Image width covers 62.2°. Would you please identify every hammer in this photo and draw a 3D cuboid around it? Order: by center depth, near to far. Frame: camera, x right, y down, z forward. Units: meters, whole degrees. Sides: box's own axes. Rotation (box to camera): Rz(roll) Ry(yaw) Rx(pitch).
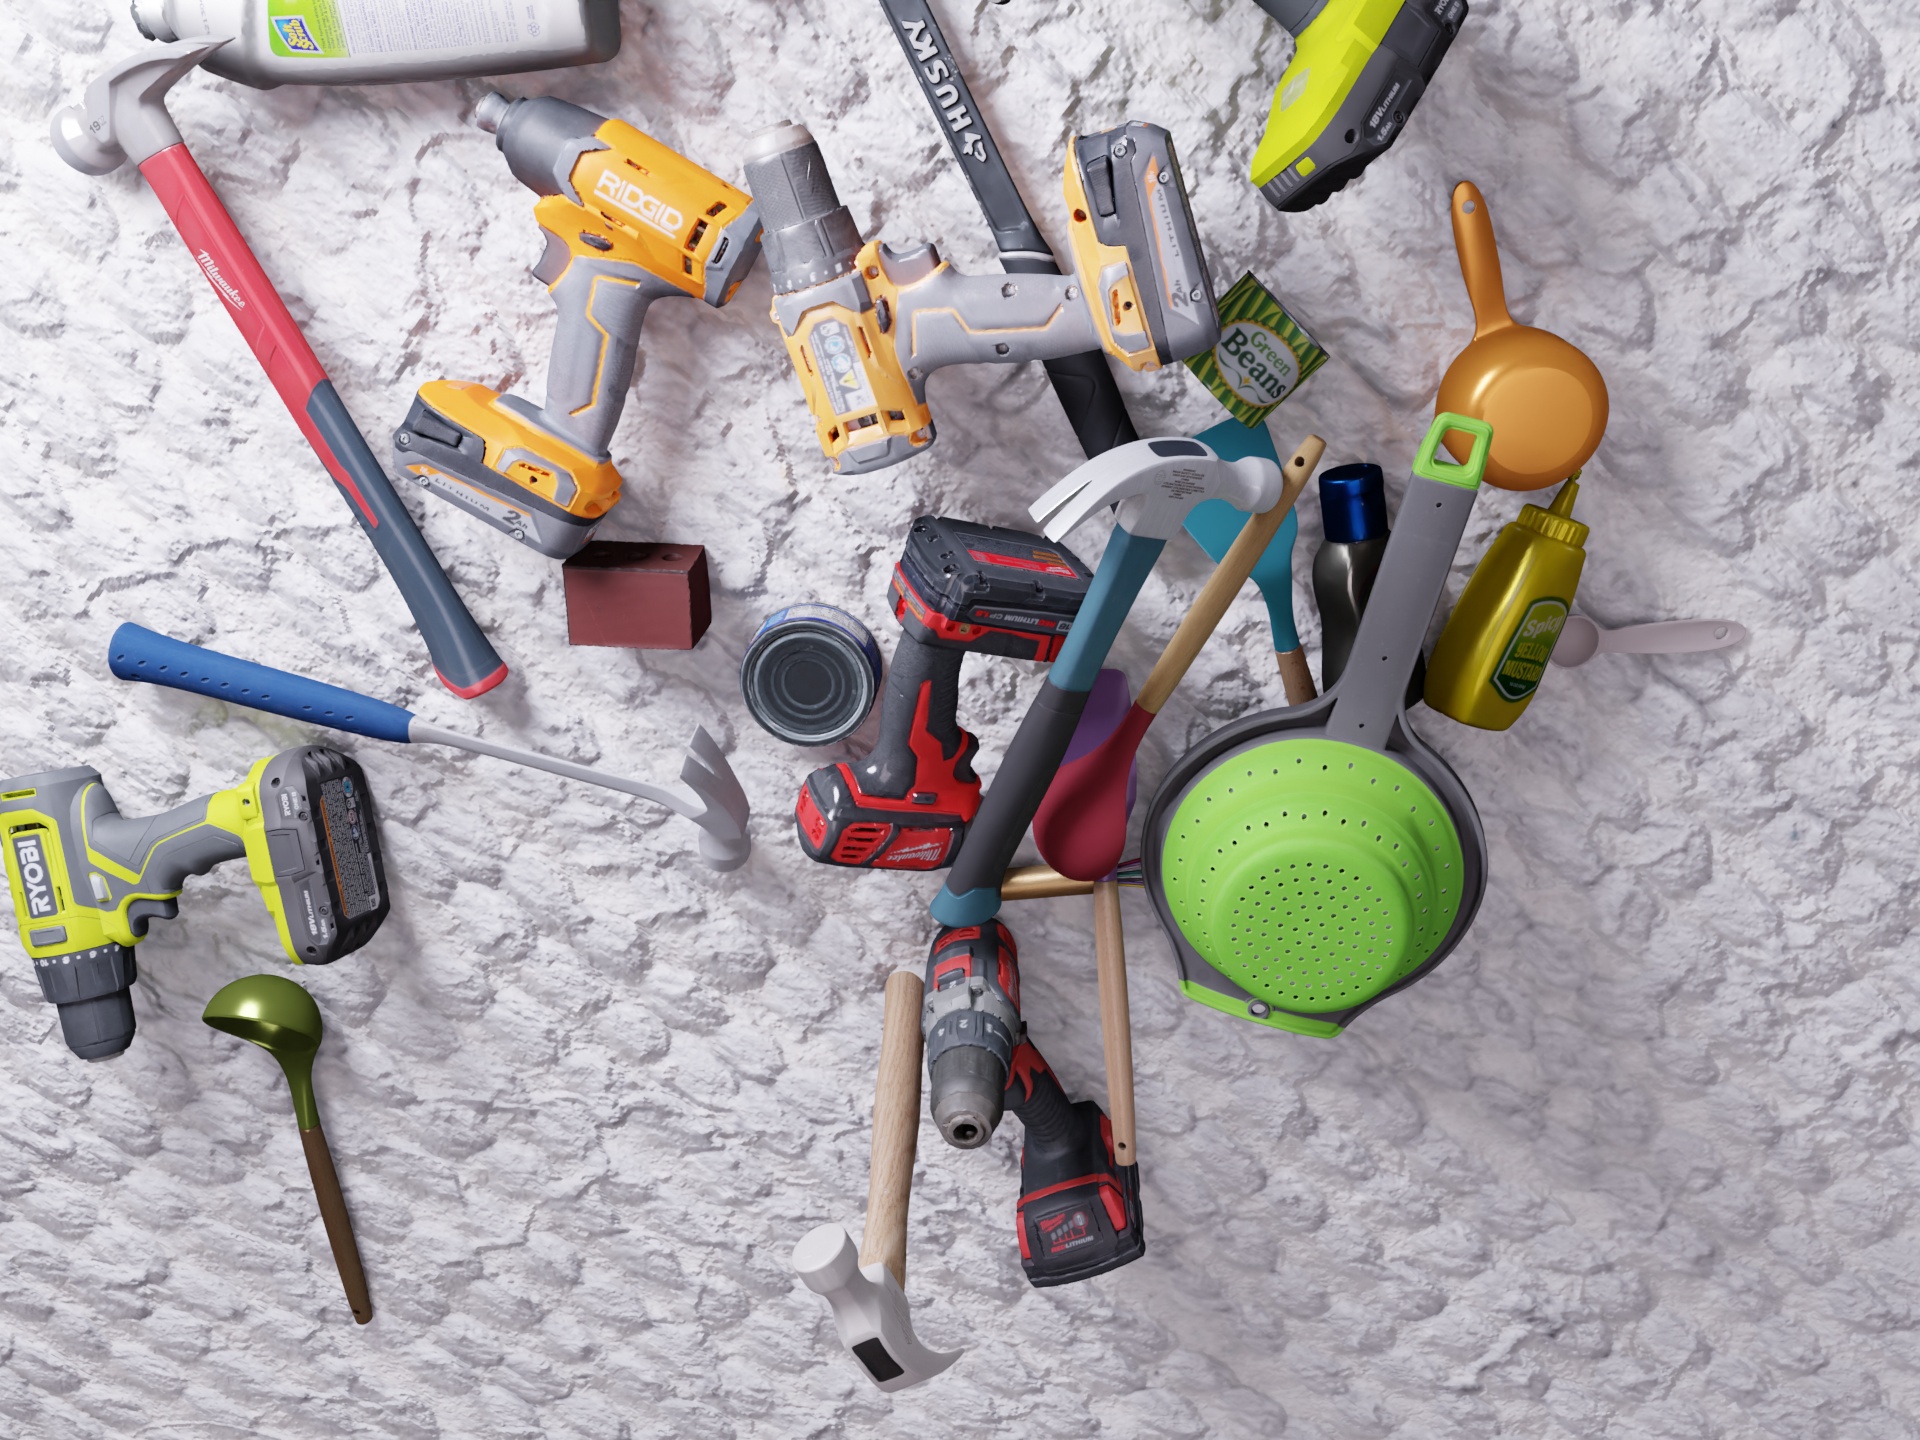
[{"bbox_3d":[0.023,-0.271,0.873,0.149,0.036,0.408,-24,109,13],"label":"hammer"},{"bbox_3d":[0.058,-0.011,0.901,0.128,0.033,0.330,5,125,-30],"label":"hammer"},{"bbox_3d":[-0.360,-0.184,0.907,0.143,0.038,0.386,-9,118,36],"label":"hammer"},{"bbox_3d":[-0.038,0.250,0.930,0.031,0.331,0.130,-24,110,11],"label":"hammer"},{"bbox_3d":[-0.327,0.005,0.981,0.405,0.035,0.144,15,153,2],"label":"hammer"}]

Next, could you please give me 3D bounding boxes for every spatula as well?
[{"bbox_3d":[0.199,-0.027,0.963,0.082,0.044,0.317,-31,118,-16],"label":"spatula"},{"bbox_3d":[0.090,0.125,0.997,0.060,0.018,0.316,-3,96,24],"label":"spatula"}]

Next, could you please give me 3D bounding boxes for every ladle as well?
[{"bbox_3d":[0.122,-0.028,0.919,0.069,0.031,0.315,41,119,23],"label":"ladle"},{"bbox_3d":[-0.465,0.316,1.133,0.078,0.062,0.320,2,116,12],"label":"ladle"}]

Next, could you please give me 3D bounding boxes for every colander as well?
[{"bbox_3d":[0.220,0.028,0.890,0.204,0.094,0.397,16,114,6],"label":"colander"}]

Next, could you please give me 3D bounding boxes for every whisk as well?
[{"bbox_3d":[0.115,0.094,1.018,0.245,0.051,0.047,-6,101,11],"label":"whisk"}]

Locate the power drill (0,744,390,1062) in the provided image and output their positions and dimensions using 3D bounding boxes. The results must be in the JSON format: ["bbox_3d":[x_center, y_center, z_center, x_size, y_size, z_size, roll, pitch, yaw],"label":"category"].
[{"bbox_3d":[-0.495,0.114,1.020,0.228,0.080,0.190,-9,95,7],"label":"power drill"}]

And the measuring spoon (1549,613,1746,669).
[{"bbox_3d":[0.409,-0.051,0.956,0.124,0.018,0.034,-3,112,-3],"label":"measuring spoon"}]

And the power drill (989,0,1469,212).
[{"bbox_3d":[0.122,-0.361,0.776,0.223,0.080,0.171,34,73,-12],"label":"power drill"}]

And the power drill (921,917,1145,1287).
[{"bbox_3d":[0.040,0.256,1.011,0.080,0.188,0.226,-21,114,12],"label":"power drill"}]

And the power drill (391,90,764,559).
[{"bbox_3d":[-0.227,-0.224,0.884,0.164,0.084,0.226,29,107,-8],"label":"power drill"}]

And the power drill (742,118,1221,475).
[{"bbox_3d":[0.005,-0.243,0.828,0.226,0.084,0.185,-14,111,16],"label":"power drill"}]

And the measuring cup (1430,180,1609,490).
[{"bbox_3d":[0.300,-0.208,0.872,0.095,0.052,0.173,-18,112,10],"label":"measuring cup"}]

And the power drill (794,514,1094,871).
[{"bbox_3d":[-0.002,-0.003,0.951,0.143,0.079,0.219,7,121,-30],"label":"power drill"}]
